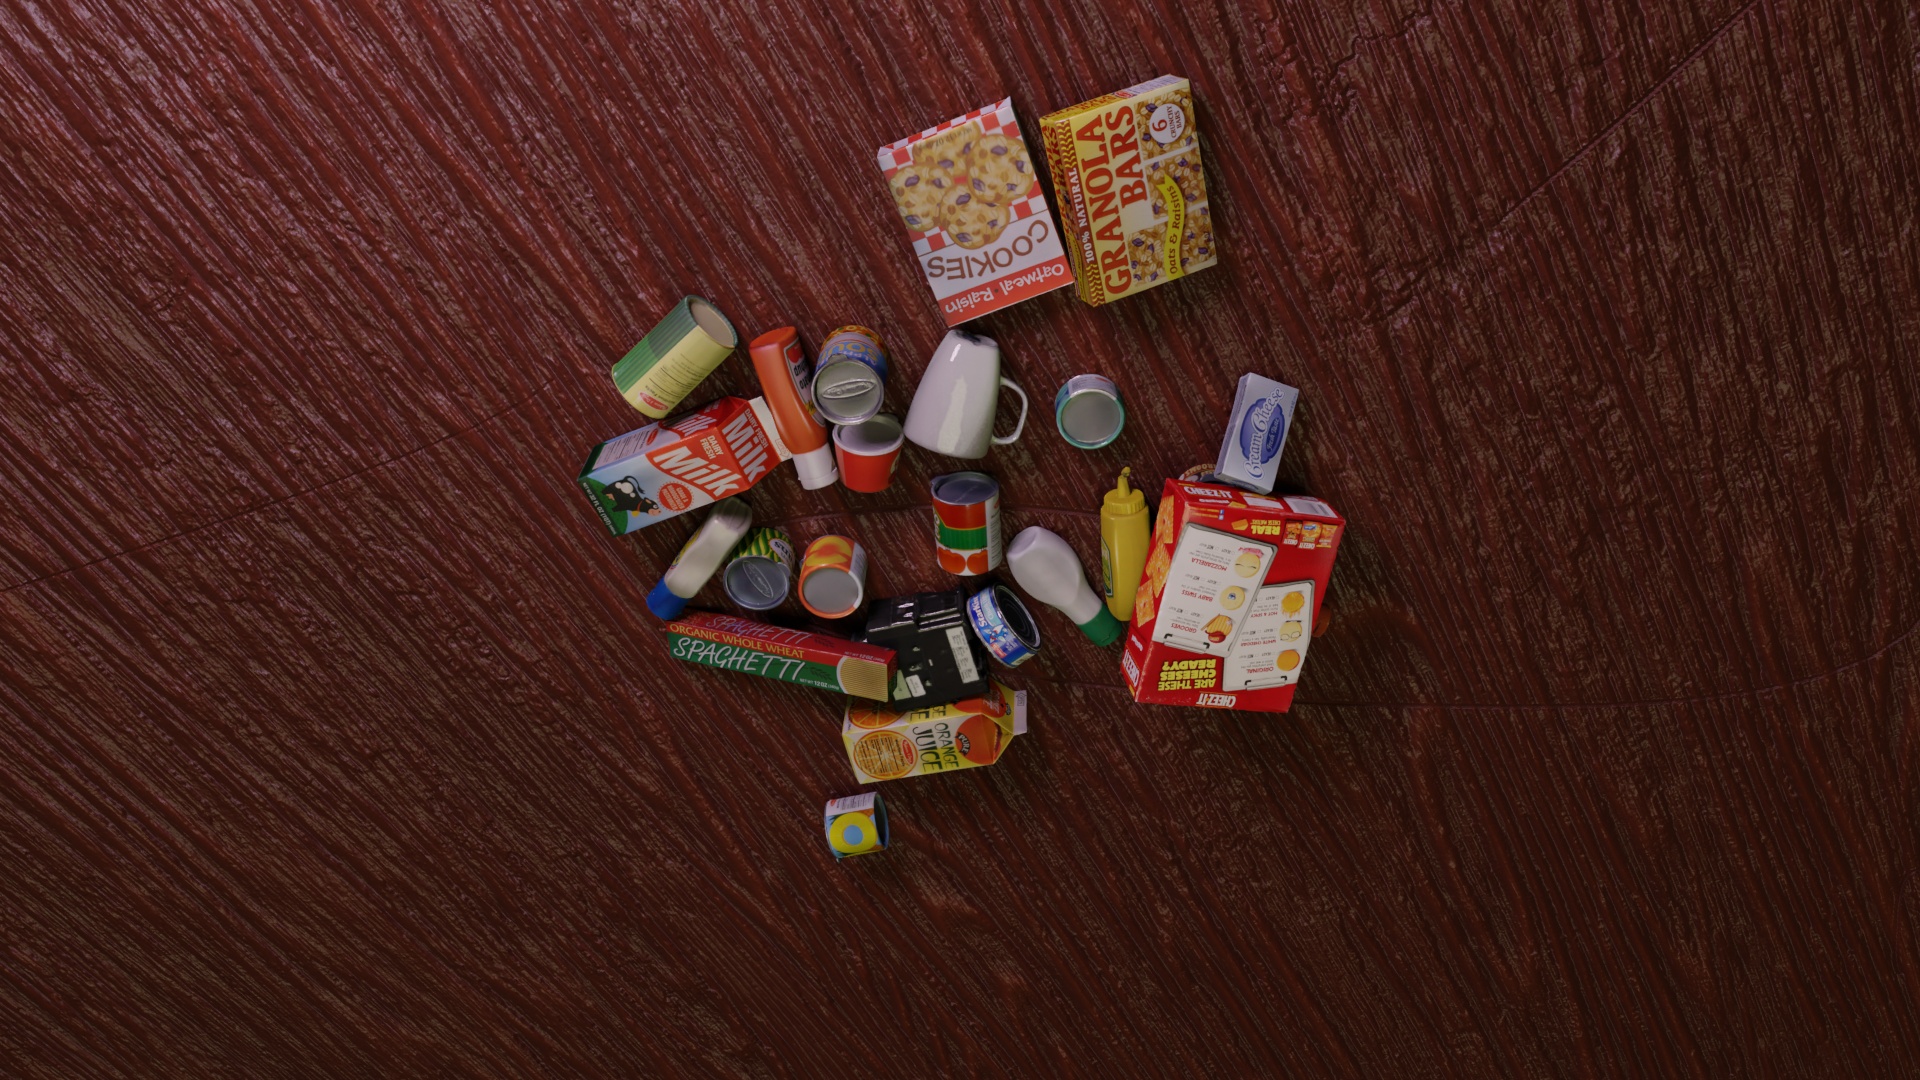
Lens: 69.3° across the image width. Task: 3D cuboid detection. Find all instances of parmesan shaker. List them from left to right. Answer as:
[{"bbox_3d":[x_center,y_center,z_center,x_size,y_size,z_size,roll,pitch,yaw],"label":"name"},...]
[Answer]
[{"bbox_3d":[-0.261,-0.169,1.283,0.103,0.071,0.071,-39,113,20],"label":"parmesan shaker"}]

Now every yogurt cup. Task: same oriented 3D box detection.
[{"bbox_3d":[-0.089,-0.083,1.332,0.072,0.073,0.053,4,129,-1],"label":"yogurt cup"}]

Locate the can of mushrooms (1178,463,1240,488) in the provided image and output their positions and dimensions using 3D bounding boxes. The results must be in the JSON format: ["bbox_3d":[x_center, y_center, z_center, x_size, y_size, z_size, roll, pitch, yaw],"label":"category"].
[{"bbox_3d":[0.244,-0.042,1.366,0.071,0.033,0.070,1,121,1],"label":"can of mushrooms"}]

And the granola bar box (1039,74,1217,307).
[{"bbox_3d":[0.146,-0.299,1.192,0.124,0.039,0.164,-21,120,-10],"label":"granola bar box"}]

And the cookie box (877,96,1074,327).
[{"bbox_3d":[0.016,-0.286,1.222,0.123,0.040,0.166,-18,118,11],"label":"cookie box"}]

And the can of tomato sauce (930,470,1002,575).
[{"bbox_3d":[0.005,-0.017,1.367,0.071,0.071,0.082,-3,121,3],"label":"can of tomato sauce"}]

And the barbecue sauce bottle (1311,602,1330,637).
[{"bbox_3d":[0.304,0.061,1.420,0.148,0.044,0.064,17,124,-10],"label":"barbecue sauce bottle"}]

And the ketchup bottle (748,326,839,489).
[{"bbox_3d":[-0.153,-0.121,1.298,0.043,0.065,0.148,-11,111,15],"label":"ketchup bottle"}]

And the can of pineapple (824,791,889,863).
[{"bbox_3d":[-0.116,0.323,1.569,0.058,0.071,0.070,-12,120,8],"label":"can of pineapple"}]

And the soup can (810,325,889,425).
[{"bbox_3d":[-0.101,-0.155,1.275,0.071,0.084,0.071,0,121,1],"label":"soup can"}]

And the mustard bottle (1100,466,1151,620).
[{"bbox_3d":[0.164,-0.001,1.377,0.049,0.065,0.159,-9,115,-4],"label":"mustard bottle"}]

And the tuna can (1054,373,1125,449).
[{"bbox_3d":[0.123,-0.120,1.322,0.071,0.033,0.070,0,120,1],"label":"tuna can"}]

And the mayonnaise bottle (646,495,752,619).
[{"bbox_3d":[-0.265,0.021,1.398,0.041,0.065,0.147,35,119,-15],"label":"mayonnaise bottle"}]

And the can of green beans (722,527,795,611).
[{"bbox_3d":[-0.202,0.028,1.401,0.071,0.058,0.071,1,121,1],"label":"can of green beans"}]

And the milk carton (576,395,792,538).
[{"bbox_3d":[-0.260,-0.077,1.331,0.190,0.074,0.072,-20,119,12],"label":"milk carton"}]

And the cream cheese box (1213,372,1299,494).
[{"bbox_3d":[0.278,-0.100,1.304,0.053,0.024,0.104,18,80,-8],"label":"cream cheese box"}]

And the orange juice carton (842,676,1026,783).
[{"bbox_3d":[-0.023,0.198,1.491,0.193,0.072,0.072,-10,120,7],"label":"orange juice carton"}]

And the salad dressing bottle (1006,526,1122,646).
[{"bbox_3d":[0.108,0.049,1.418,0.064,0.044,0.147,-35,115,19],"label":"salad dressing bottle"}]

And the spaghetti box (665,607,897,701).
[{"bbox_3d":[-0.187,0.116,1.432,0.250,0.029,0.050,10,123,14],"label":"spaghetti box"}]

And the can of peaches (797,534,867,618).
[{"bbox_3d":[-0.131,0.037,1.405,0.071,0.058,0.071,0,121,0],"label":"can of peaches"}]
